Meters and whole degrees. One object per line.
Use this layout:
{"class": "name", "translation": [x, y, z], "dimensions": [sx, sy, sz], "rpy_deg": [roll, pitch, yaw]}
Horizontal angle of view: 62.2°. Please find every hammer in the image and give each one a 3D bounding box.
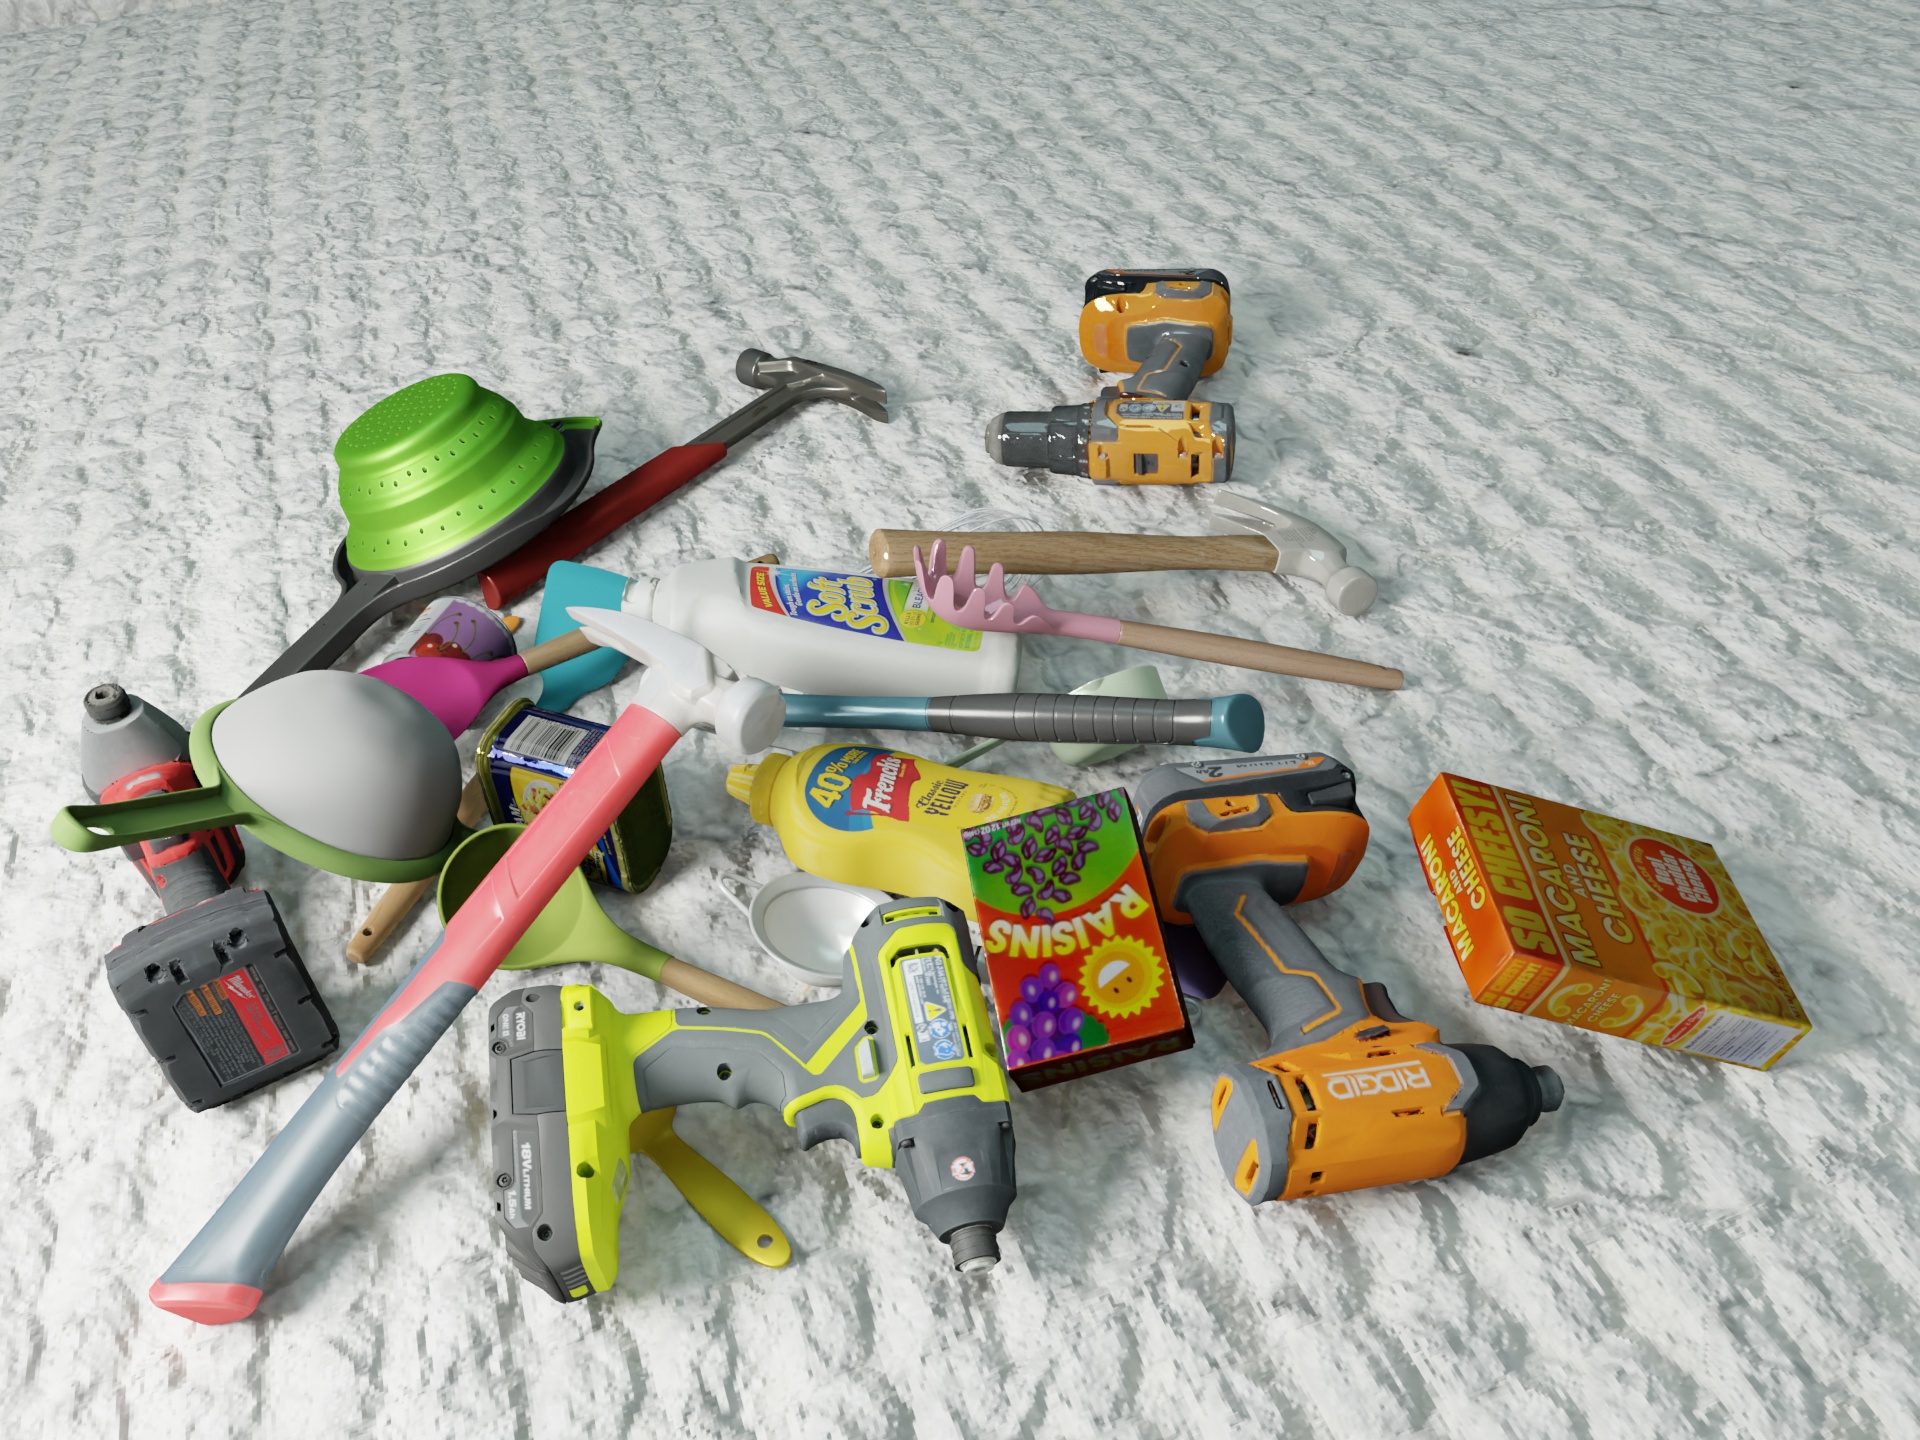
{"class": "hammer", "translation": [0.101, -0.111, 1.036], "dimensions": [0.331, 0.031, 0.130], "rpy_deg": [-2, 34, -21]}
{"class": "hammer", "translation": [-0.217, -0.185, 1.208], "dimensions": [0.149, 0.036, 0.359], "rpy_deg": [23, 47, 29]}
{"class": "hammer", "translation": [-0.251, 0.108, 0.773], "dimensions": [0.143, 0.038, 0.386], "rpy_deg": [25, 68, 29]}
{"class": "hammer", "translation": [-0.001, -0.003, 0.878], "dimensions": [0.331, 0.128, 0.033], "rpy_deg": [2, 80, 18]}

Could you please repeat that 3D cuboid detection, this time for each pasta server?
{"class": "pasta server", "translation": [0.123, -0.056, 0.958], "dimensions": [0.316, 0.040, 0.060], "rpy_deg": [9, 29, -11]}

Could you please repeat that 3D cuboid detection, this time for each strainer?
{"class": "strainer", "translation": [-0.341, 0.019, 0.806], "dimensions": [0.151, 0.069, 0.256], "rpy_deg": [39, 14, 10]}
{"class": "strainer", "translation": [-0.004, 0.126, 0.823], "dimensions": [0.258, 0.050, 0.087], "rpy_deg": [11, 30, 9]}

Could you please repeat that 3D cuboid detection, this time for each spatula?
{"class": "spatula", "translation": [0.007, 0.080, 0.890], "dimensions": [0.316, 0.018, 0.060], "rpy_deg": [20, 45, 24]}
{"class": "spatula", "translation": [-0.283, 0.019, 0.970], "dimensions": [0.082, 0.044, 0.318], "rpy_deg": [17, 45, 7]}

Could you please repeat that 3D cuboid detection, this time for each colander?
{"class": "colander", "translation": [-0.408, -0.125, 1.083], "dimensions": [0.204, 0.094, 0.397], "rpy_deg": [3, 45, 35]}

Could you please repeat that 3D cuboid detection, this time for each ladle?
{"class": "ladle", "translation": [-0.133, 0.135, 0.814], "dimensions": [0.320, 0.062, 0.078], "rpy_deg": [20, 72, 21]}

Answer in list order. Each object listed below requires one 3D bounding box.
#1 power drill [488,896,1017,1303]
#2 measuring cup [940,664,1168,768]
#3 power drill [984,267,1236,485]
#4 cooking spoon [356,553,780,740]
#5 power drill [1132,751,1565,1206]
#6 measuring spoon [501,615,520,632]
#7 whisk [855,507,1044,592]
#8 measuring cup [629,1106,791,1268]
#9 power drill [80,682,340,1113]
{"class": "power drill", "translation": [-0.090, 0.177, 0.715], "dimensions": [0.223, 0.080, 0.171], "rpy_deg": [-8, 55, -8]}
{"class": "measuring cup", "translation": [0.046, 0.019, 0.938], "dimensions": [0.167, 0.083, 0.038], "rpy_deg": [-25, 78, 4]}
{"class": "power drill", "translation": [0.123, -0.264, 1.238], "dimensions": [0.185, 0.084, 0.226], "rpy_deg": [2, 45, 10]}
{"class": "cooking spoon", "translation": [-0.251, -0.044, 1.001], "dimensions": [0.319, 0.017, 0.069], "rpy_deg": [-26, 77, -27]}
{"class": "power drill", "translation": [0.181, 0.121, 0.776], "dimensions": [0.164, 0.084, 0.227], "rpy_deg": [-4, 45, -13]}
{"class": "measuring spoon", "translation": [-0.343, -0.042, 1.071], "dimensions": [0.021, 0.011, 0.117], "rpy_deg": [25, 49, 30]}
{"class": "whisk", "translation": [-0.075, -0.084, 1.066], "dimensions": [0.284, 0.070, 0.070], "rpy_deg": [-16, 42, -7]}
{"class": "measuring cup", "translation": [-0.134, 0.202, 0.752], "dimensions": [0.157, 0.029, 0.062], "rpy_deg": [31, 53, 34]}
{"class": "power drill", "translation": [-0.407, 0.082, 0.834], "dimensions": [0.078, 0.143, 0.220], "rpy_deg": [-24, 46, -21]}
